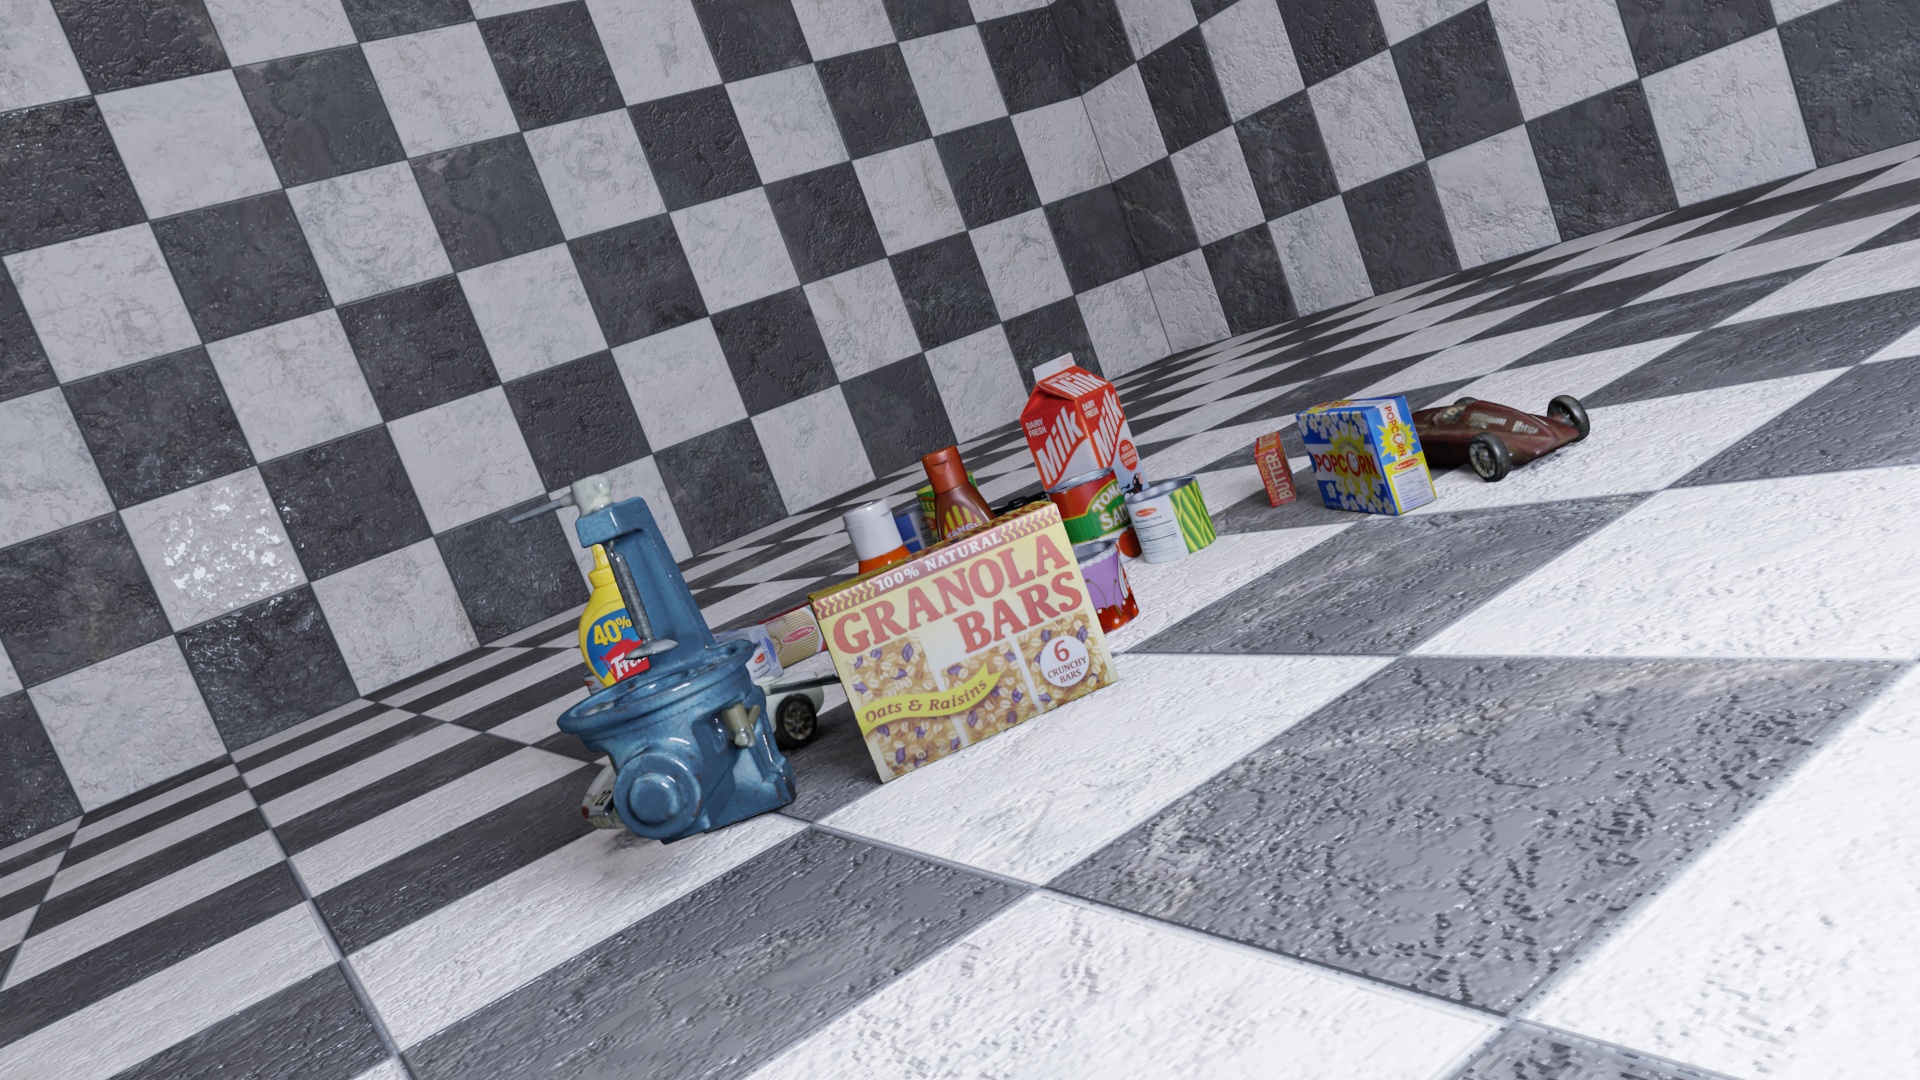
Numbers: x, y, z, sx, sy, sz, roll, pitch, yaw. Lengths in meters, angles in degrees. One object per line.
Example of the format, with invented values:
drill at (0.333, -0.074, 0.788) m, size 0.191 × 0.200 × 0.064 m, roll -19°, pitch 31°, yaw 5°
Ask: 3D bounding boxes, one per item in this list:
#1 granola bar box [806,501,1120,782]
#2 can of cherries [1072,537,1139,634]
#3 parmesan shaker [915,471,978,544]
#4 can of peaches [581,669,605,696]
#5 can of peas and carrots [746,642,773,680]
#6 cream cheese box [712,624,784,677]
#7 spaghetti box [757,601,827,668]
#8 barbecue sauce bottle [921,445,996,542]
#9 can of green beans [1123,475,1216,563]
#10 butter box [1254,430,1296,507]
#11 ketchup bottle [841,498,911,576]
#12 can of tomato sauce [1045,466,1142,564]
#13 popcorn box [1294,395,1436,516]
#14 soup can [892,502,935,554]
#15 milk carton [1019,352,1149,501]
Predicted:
granola bar box at (0.002, 0.062, 0.881) m, size 0.166 × 0.124 × 0.039 m, roll -22°, pitch 7°, yaw -11°
can of cherries at (0.098, 0.037, 1.050) m, size 0.071 × 0.058 × 0.071 m, roll -20°, pitch 7°, yaw 3°
parmesan shaker at (0.001, -0.016, 1.516) m, size 0.071 × 0.103 × 0.071 m, roll -20°, pitch 7°, yaw 3°
can of peaches at (-0.345, 0.151, 1.431) m, size 0.071 × 0.058 × 0.071 m, roll -20°, pitch 7°, yaw 3°
can of peas and carrots at (-0.193, 0.127, 1.189) m, size 0.071 × 0.058 × 0.071 m, roll -20°, pitch 7°, yaw 3°
cream cheese box at (-0.219, 0.116, 1.362) m, size 0.103 × 0.053 × 0.024 m, roll -13°, pitch 10°, yaw 45°
spaghetti box at (-0.080, 0.059, 1.402) m, size 0.251 × 0.050 × 0.028 m, roll -22°, pitch 7°, yaw -13°
barbecue sauce bottle at (0.005, -0.017, 1.337) m, size 0.065 × 0.148 × 0.044 m, roll -19°, pitch 7°, yaw 12°
can of green beans at (0.184, -0.018, 1.214) m, size 0.071 × 0.057 × 0.071 m, roll -20°, pitch 7°, yaw 3°
butter box at (0.292, -0.067, 1.287) m, size 0.024 × 0.053 × 0.104 m, roll -19°, pitch 8°, yaw 16°
ketchup bottle at (-0.048, 0.043, 1.051) m, size 0.043 × 0.148 × 0.065 m, roll -17°, pitch 8°, yaw 26°
can of tomato sauce at (0.124, -0.018, 1.274) m, size 0.071 × 0.083 × 0.071 m, roll -20°, pitch 7°, yaw 3°
popcorn box at (0.319, -0.068, 1.098) m, size 0.038 × 0.085 × 0.127 m, roll -22°, pitch 7°, yaw -8°
soup can at (-0.040, 0.001, 1.578) m, size 0.071 × 0.083 × 0.071 m, roll -20°, pitch 7°, yaw 3°
milk carton at (0.121, -0.085, 1.351) m, size 0.073 × 0.190 × 0.073 m, roll -15°, pitch 9°, yaw 40°
